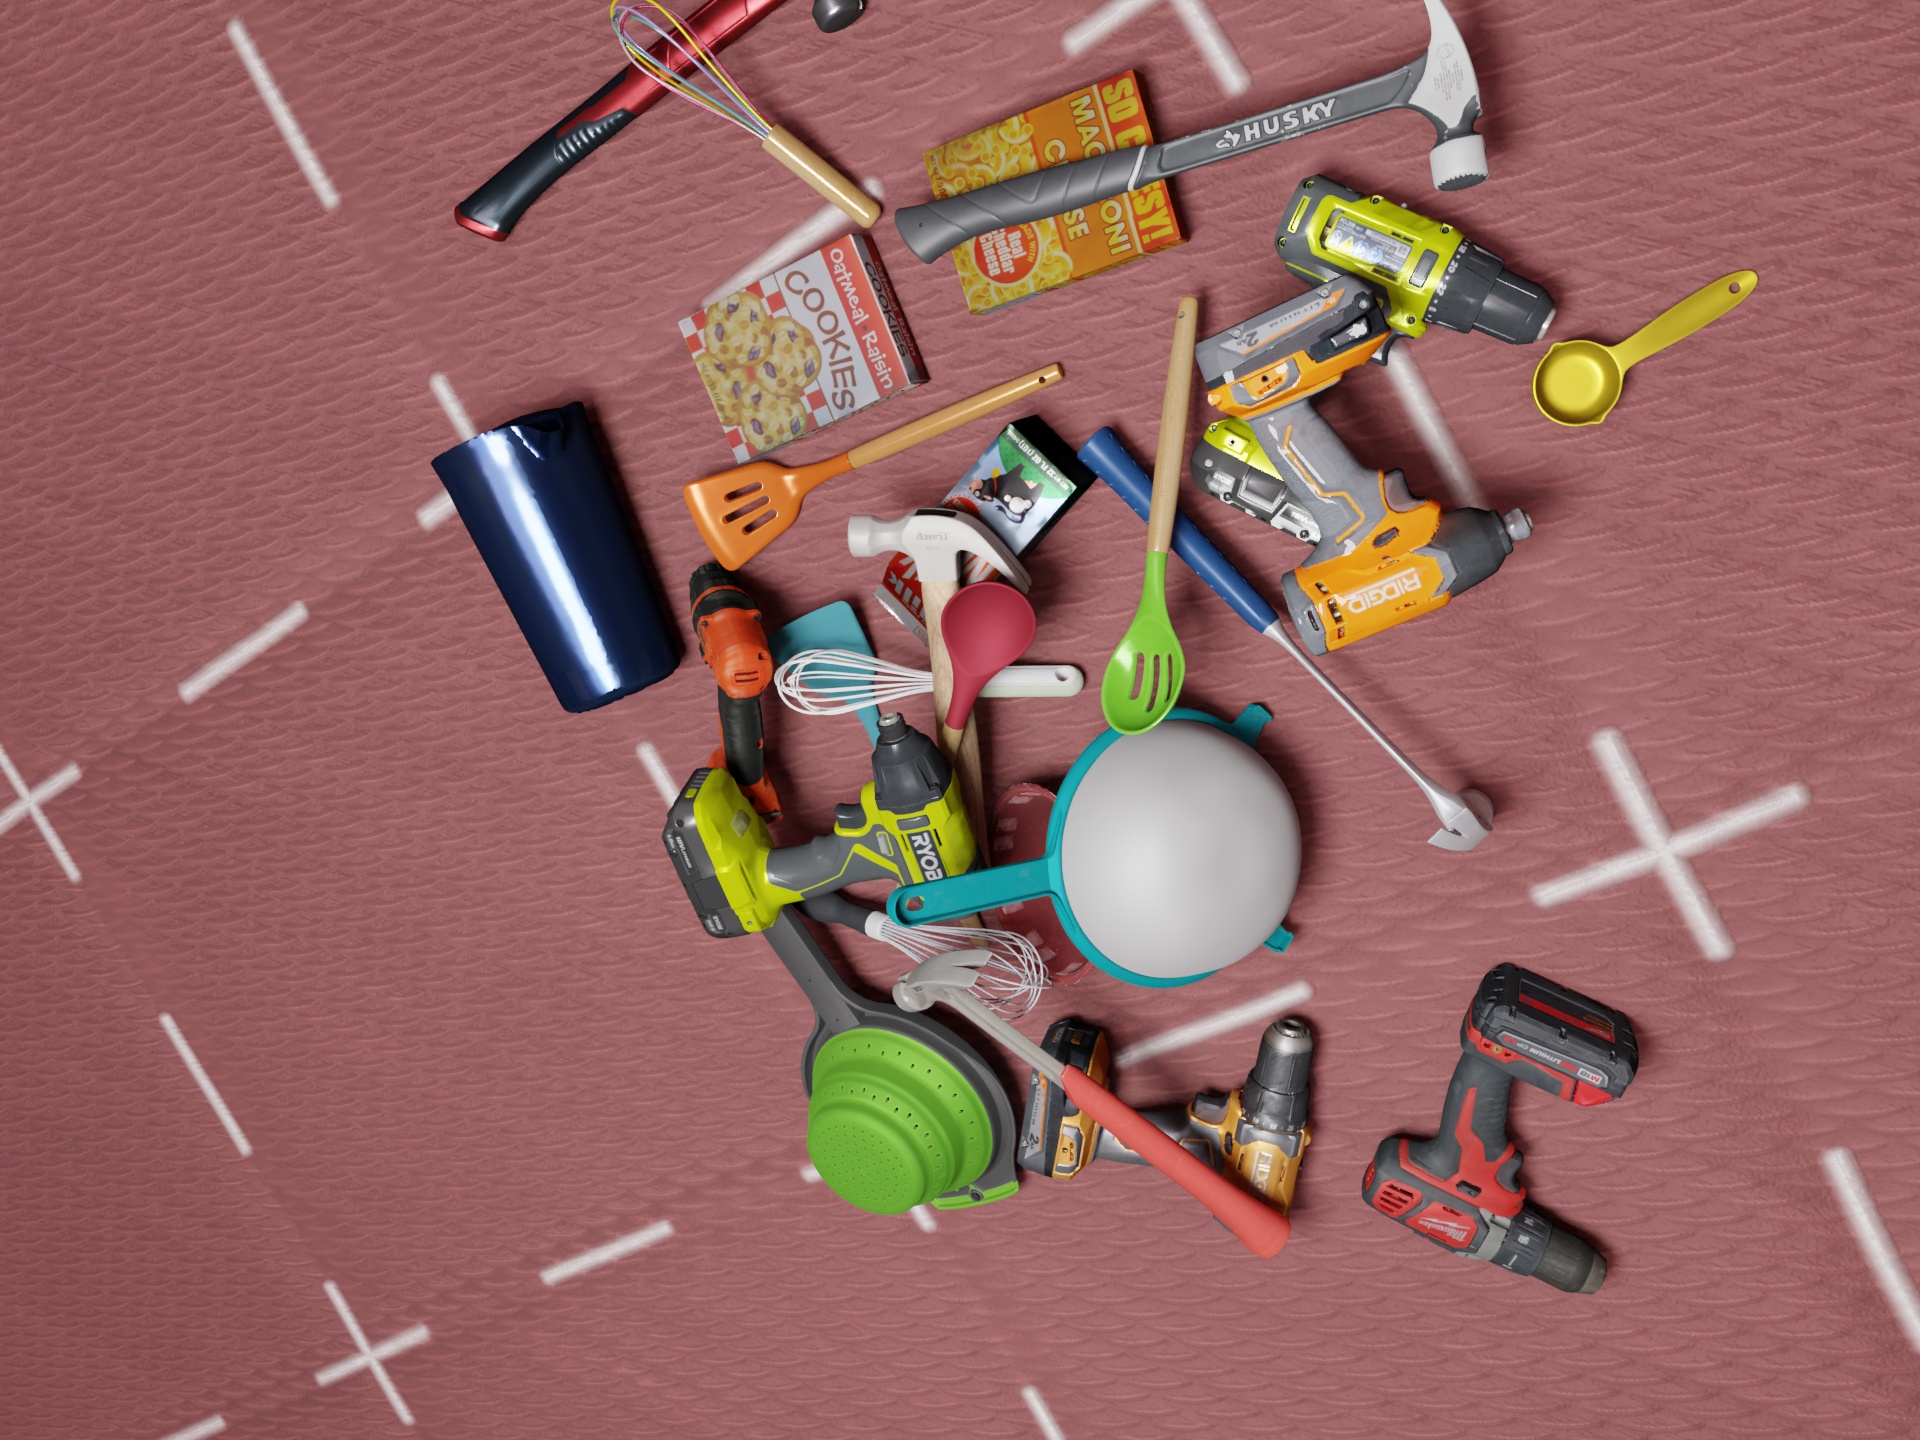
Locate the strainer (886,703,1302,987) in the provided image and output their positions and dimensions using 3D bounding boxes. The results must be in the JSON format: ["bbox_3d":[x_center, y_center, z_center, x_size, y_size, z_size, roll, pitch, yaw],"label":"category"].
[{"bbox_3d":[0.118,0.106,1.129,0.095,0.340,0.211,4,102,63],"label":"strainer"}]

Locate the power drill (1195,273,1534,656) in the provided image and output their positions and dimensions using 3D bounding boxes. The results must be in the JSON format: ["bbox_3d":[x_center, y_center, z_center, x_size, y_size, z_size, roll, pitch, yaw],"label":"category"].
[{"bbox_3d":[0.264,-0.173,1.044,0.164,0.084,0.226,-22,100,17],"label":"power drill"}]

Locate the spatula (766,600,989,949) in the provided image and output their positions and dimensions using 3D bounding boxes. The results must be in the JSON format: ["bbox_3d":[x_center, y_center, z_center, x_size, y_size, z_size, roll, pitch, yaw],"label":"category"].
[{"bbox_3d":[-0.054,0.053,1.321,0.082,0.044,0.317,-25,96,15],"label":"spatula"}]

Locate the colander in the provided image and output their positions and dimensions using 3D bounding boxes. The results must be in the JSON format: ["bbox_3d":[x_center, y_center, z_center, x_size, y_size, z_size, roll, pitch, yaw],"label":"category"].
[{"bbox_3d":[-0.107,0.282,1.336,0.204,0.094,0.397,-26,103,37],"label":"colander"}]

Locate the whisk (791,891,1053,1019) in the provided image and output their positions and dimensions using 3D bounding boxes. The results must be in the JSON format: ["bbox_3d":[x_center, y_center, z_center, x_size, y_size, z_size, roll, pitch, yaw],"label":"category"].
[{"bbox_3d":[-0.043,0.178,1.306,0.285,0.070,0.070,14,110,39],"label":"whisk"}]

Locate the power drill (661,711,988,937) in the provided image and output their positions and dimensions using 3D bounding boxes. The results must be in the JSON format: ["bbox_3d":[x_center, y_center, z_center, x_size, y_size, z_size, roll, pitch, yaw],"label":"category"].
[{"bbox_3d":[-0.104,0.083,1.216,0.223,0.080,0.171,-11,118,18],"label":"power drill"}]

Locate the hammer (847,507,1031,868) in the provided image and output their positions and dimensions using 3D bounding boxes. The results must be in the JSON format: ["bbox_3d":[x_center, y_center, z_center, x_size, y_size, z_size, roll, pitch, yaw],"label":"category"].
[{"bbox_3d":[-0.002,-0.004,1.230,0.130,0.031,0.331,-1,116,12],"label":"hammer"}]

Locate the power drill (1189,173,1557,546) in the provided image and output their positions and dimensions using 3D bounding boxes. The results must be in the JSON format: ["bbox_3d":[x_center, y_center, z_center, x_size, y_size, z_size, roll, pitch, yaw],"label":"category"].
[{"bbox_3d":[0.279,-0.238,1.105,0.190,0.080,0.228,29,109,12],"label":"power drill"}]

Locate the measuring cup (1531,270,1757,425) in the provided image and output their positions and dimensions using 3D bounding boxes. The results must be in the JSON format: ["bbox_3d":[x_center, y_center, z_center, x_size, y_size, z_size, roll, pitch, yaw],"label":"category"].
[{"bbox_3d":[0.457,-0.253,1.068,0.156,0.029,0.062,-31,92,13],"label":"measuring cup"}]

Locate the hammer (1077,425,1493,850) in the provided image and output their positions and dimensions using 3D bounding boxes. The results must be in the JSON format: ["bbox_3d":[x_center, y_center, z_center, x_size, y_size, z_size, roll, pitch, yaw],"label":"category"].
[{"bbox_3d":[0.233,-0.061,1.153,0.405,0.144,0.035,47,108,10],"label":"hammer"}]

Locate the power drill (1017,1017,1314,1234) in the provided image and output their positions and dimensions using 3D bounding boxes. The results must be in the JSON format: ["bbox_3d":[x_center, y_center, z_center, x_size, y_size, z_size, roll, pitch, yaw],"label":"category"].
[{"bbox_3d":[0.172,0.309,1.291,0.226,0.084,0.185,12,109,12],"label":"power drill"}]

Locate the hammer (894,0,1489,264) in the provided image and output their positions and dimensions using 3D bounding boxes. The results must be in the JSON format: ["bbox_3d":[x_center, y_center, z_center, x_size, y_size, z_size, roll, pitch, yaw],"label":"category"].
[{"bbox_3d":[0.139,-0.388,1.084,0.409,0.036,0.149,-8,90,25],"label":"hammer"}]

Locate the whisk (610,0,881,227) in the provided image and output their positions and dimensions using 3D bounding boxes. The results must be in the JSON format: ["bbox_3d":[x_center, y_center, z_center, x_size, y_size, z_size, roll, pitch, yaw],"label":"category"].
[{"bbox_3d":[-0.160,-0.455,1.191,0.245,0.051,0.047,36,116,-12],"label":"whisk"}]

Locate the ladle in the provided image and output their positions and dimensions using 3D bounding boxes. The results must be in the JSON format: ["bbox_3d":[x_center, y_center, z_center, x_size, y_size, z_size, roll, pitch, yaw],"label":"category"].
[{"bbox_3d":[-0.010,0.025,1.213,0.069,0.031,0.315,16,121,-2],"label":"ladle"}]

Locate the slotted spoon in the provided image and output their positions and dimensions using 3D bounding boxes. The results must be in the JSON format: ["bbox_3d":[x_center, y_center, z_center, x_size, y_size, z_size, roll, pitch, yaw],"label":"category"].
[{"bbox_3d":[0.145,-0.145,1.131,0.070,0.031,0.314,7,90,44],"label":"slotted spoon"}]

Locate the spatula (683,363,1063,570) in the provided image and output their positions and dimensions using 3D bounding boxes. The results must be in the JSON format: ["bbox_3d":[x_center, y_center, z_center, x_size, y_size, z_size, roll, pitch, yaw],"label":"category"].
[{"bbox_3d":[-0.067,-0.211,1.256,0.322,0.041,0.081,-19,110,22],"label":"spatula"}]

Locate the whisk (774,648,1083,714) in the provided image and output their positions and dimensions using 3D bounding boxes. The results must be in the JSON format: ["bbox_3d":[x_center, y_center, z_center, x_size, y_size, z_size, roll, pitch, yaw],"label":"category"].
[{"bbox_3d":[-0.025,-0.031,1.262,0.246,0.058,0.059,0,148,3],"label":"whisk"}]

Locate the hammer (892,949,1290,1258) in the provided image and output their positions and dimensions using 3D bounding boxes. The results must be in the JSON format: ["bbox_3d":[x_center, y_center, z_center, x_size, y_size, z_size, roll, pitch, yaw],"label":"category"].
[{"bbox_3d":[0.113,0.292,1.199,0.359,0.037,0.149,39,154,-10],"label":"hammer"}]

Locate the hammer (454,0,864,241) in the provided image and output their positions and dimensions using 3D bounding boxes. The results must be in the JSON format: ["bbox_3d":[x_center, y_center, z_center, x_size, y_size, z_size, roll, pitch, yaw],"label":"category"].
[{"bbox_3d":[-0.262,-0.509,1.247,0.386,0.038,0.143,-27,93,24],"label":"hammer"}]

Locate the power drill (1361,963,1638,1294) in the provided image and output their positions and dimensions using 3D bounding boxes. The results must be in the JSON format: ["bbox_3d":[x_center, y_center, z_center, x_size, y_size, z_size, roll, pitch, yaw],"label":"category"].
[{"bbox_3d":[0.430,0.319,1.202,0.188,0.080,0.226,24,114,12],"label":"power drill"}]
